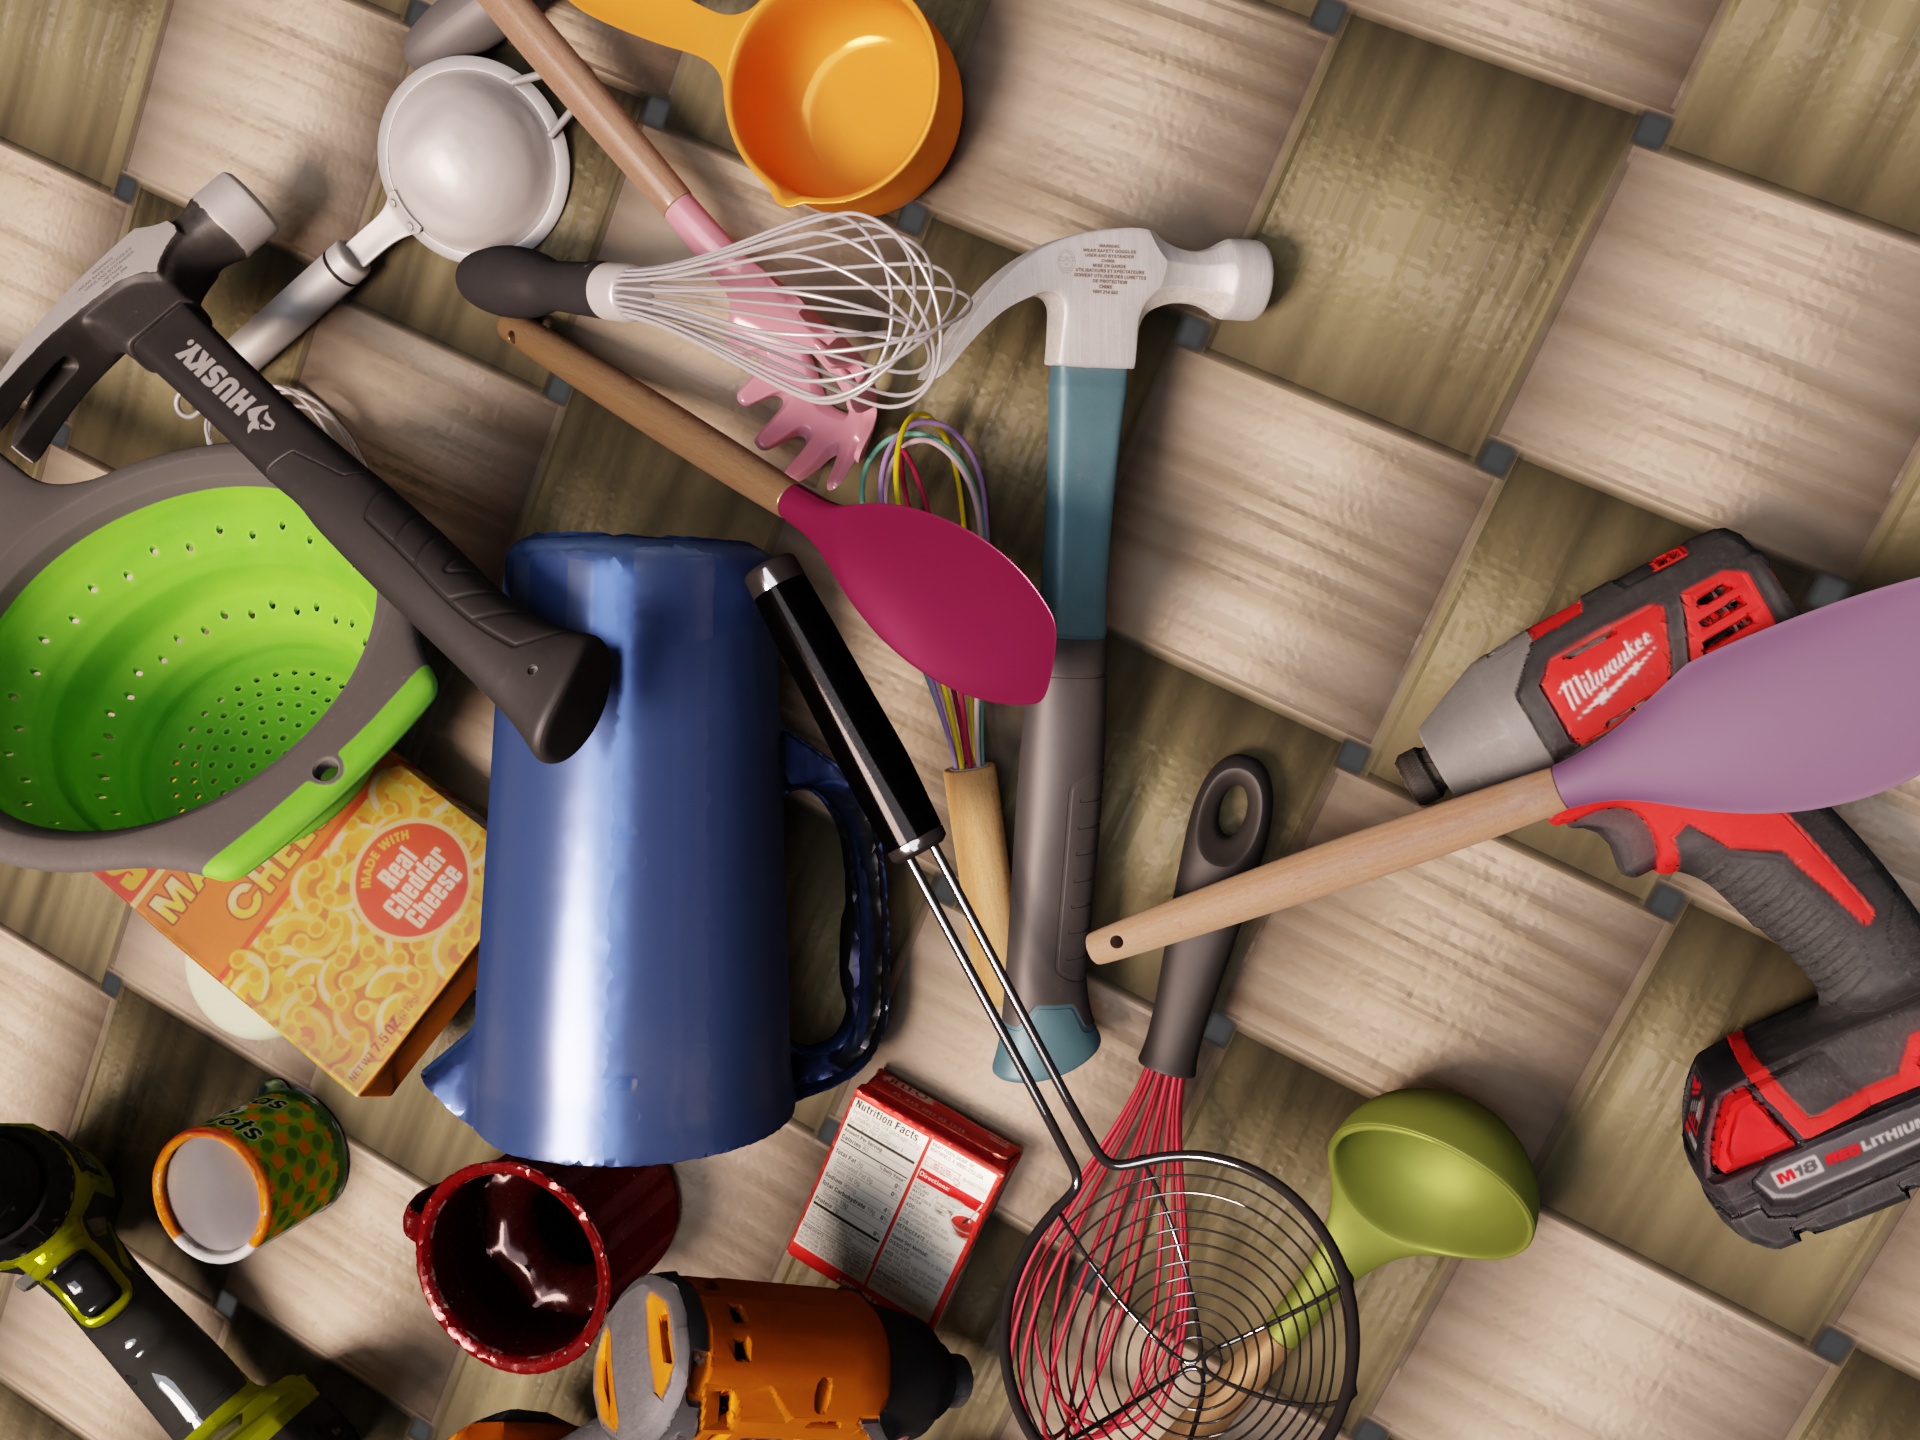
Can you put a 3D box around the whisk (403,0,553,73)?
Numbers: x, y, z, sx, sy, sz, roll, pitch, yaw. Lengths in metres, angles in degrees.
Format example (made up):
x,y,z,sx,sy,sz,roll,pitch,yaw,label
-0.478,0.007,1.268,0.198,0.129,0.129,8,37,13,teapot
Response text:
x,y,z,sx,sy,sz,roll,pitch,yaw,label
-0.139,-0.332,0.652,0.239,0.055,0.055,-23,89,22,whisk

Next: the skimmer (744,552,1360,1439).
x,y,z,sx,sy,sz,roll,pitch,yaw,label
0.013,0.098,0.566,0.127,0.090,0.363,-28,87,-1,skimmer

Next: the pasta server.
x,y,z,sx,sy,sz,roll,pitch,yaw,label
-0.137,-0.227,0.644,0.316,0.040,0.060,50,137,-1,pasta server

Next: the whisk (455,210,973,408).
x,y,z,sx,sy,sz,roll,pitch,yaw,label
-0.109,-0.162,0.609,0.285,0.070,0.070,17,102,39,whisk

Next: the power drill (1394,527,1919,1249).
x,y,z,sx,sy,sz,roll,pitch,yaw,label
0.260,0.059,0.558,0.143,0.078,0.220,-30,84,17,power drill

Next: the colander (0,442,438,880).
x,y,z,sx,sy,sz,roll,pitch,yaw,label
-0.370,-0.049,0.692,0.397,0.094,0.204,32,67,25,colander

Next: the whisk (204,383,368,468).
x,y,z,sx,sy,sz,roll,pitch,yaw,label
-0.249,-0.065,0.716,0.246,0.058,0.059,45,141,5,whisk

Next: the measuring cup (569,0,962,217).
x,y,z,sx,sy,sz,roll,pitch,yaw,label
-0.079,-0.262,0.636,0.174,0.052,0.095,27,103,14,measuring cup

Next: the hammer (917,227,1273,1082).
x,y,z,sx,sy,sz,roll,pitch,yaw,label
0.043,-0.019,0.614,0.128,0.033,0.331,1,101,-13,hammer

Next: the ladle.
x,y,z,sx,sy,sz,roll,pitch,yaw,label
0.112,0.270,0.636,0.078,0.062,0.320,36,107,4,ladle

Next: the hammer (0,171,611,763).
x,y,z,sx,sy,sz,roll,pitch,yaw,label
-0.253,-0.090,0.618,0.335,0.035,0.146,39,78,25,hammer

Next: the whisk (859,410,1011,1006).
x,y,z,sx,sy,sz,roll,pitch,yaw,label
-0.002,-0.002,0.644,0.051,0.047,0.245,-8,98,1,whisk

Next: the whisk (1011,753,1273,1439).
x,y,z,sx,sy,sz,roll,pitch,yaw,label
0.077,0.157,0.634,0.073,0.073,0.296,15,94,15,whisk

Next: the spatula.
x,y,z,sx,sy,sz,roll,pitch,yaw,label
0.181,0.034,0.543,0.316,0.018,0.060,-23,83,27,spatula

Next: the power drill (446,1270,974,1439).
x,y,z,sx,sy,sz,roll,pitch,yaw,label
-0.110,0.303,0.656,0.226,0.164,0.084,-44,43,29,power drill

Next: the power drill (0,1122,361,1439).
x,y,z,sx,sy,sz,roll,pitch,yaw,label
-0.383,0.278,0.728,0.228,0.190,0.080,47,63,3,power drill

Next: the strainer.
x,y,z,sx,sy,sz,roll,pitch,yaw,label
-0.267,-0.207,0.706,0.258,0.050,0.087,-31,101,21,strainer

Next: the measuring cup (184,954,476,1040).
x,y,z,sx,sy,sz,roll,pitch,yaw,label
-0.291,0.116,0.747,0.167,0.038,0.083,1,96,19,measuring cup

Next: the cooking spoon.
x,y,z,sx,sy,sz,roll,pitch,yaw,label
-0.083,-0.098,0.625,0.319,0.017,0.068,34,135,28,cooking spoon
